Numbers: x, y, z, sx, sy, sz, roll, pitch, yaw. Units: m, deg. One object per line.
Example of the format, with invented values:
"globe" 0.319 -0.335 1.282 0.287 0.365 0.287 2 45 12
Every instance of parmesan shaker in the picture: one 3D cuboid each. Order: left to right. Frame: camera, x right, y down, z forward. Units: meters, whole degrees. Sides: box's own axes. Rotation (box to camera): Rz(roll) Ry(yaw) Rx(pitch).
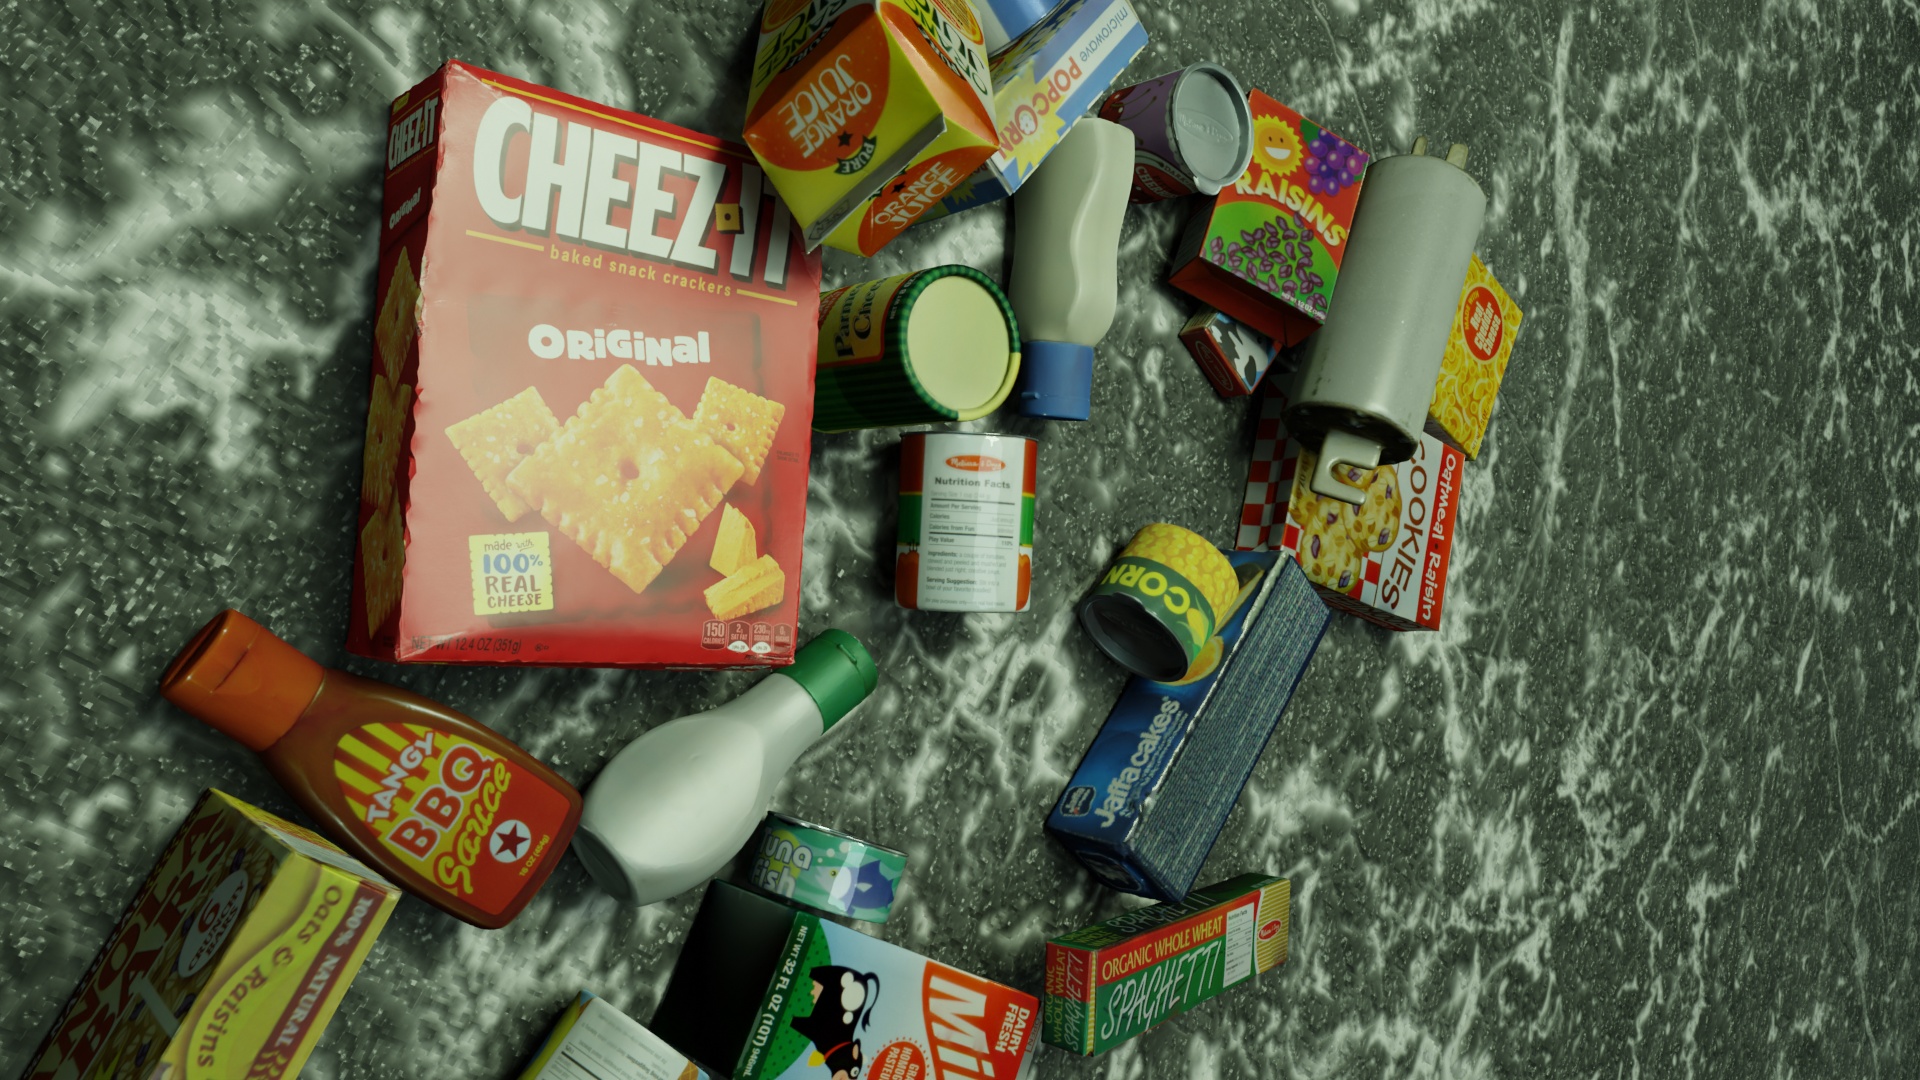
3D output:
"parmesan shaker" -0.029 -0.085 0.615 0.071 0.103 0.071 0 90 -38

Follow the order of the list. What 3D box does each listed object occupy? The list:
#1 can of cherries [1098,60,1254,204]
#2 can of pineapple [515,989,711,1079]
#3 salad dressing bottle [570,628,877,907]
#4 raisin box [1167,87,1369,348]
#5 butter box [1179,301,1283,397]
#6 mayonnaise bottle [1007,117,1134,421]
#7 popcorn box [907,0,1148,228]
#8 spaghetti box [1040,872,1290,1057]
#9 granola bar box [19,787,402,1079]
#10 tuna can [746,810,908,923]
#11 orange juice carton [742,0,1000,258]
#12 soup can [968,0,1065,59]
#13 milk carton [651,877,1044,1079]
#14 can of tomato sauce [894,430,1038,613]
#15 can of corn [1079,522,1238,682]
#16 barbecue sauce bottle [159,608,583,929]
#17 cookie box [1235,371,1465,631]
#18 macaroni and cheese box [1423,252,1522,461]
"can of cherries" 0.116 -0.219 0.759 0.071 0.058 0.071 -1 91 -40
"can of pineapple" -0.142 0.221 0.551 0.071 0.071 0.058 49 62 -28
"salad dressing bottle" -0.096 0.092 0.596 0.064 0.043 0.148 45 53 9
"raisin box" 0.178 -0.185 0.797 0.086 0.040 0.124 25 68 -12
"butter box" 0.175 -0.139 0.827 0.053 0.024 0.104 51 61 -26
"mayonnaise bottle" 0.053 -0.136 0.709 0.041 0.065 0.148 3 92 -42
"popcorn box" 0.023 -0.209 0.667 0.038 0.085 0.127 51 62 -26
"spaghetti box" 0.116 0.217 0.733 0.250 0.028 0.050 7 85 -56
"granola bar box" -0.250 0.165 0.425 0.039 0.124 0.166 38 68 -32
"tuna can" -0.060 0.144 0.613 0.071 0.071 0.033 26 75 -36
"orange juice carton" -0.035 -0.185 0.565 0.073 0.071 0.194 41 27 -31
"soup can" 0.006 -0.283 0.665 0.071 0.071 0.083 -52 119 -26
"milk carton" -0.033 0.221 0.630 0.190 0.073 0.072 33 70 -34
"can of tomato sauce" 0.002 -0.008 0.665 0.071 0.071 0.083 3 89 -38
"can of corn" 0.107 0.031 0.745 0.058 0.071 0.071 -50 119 -28
"barbecue sauce bottle" -0.213 0.081 0.507 0.148 0.043 0.065 44 65 -30
"cookie box" 0.248 -0.020 0.876 0.167 0.040 0.123 20 78 -36
"macaroni and cheese box" 0.301 -0.147 0.917 0.166 0.040 0.124 36 68 -33
